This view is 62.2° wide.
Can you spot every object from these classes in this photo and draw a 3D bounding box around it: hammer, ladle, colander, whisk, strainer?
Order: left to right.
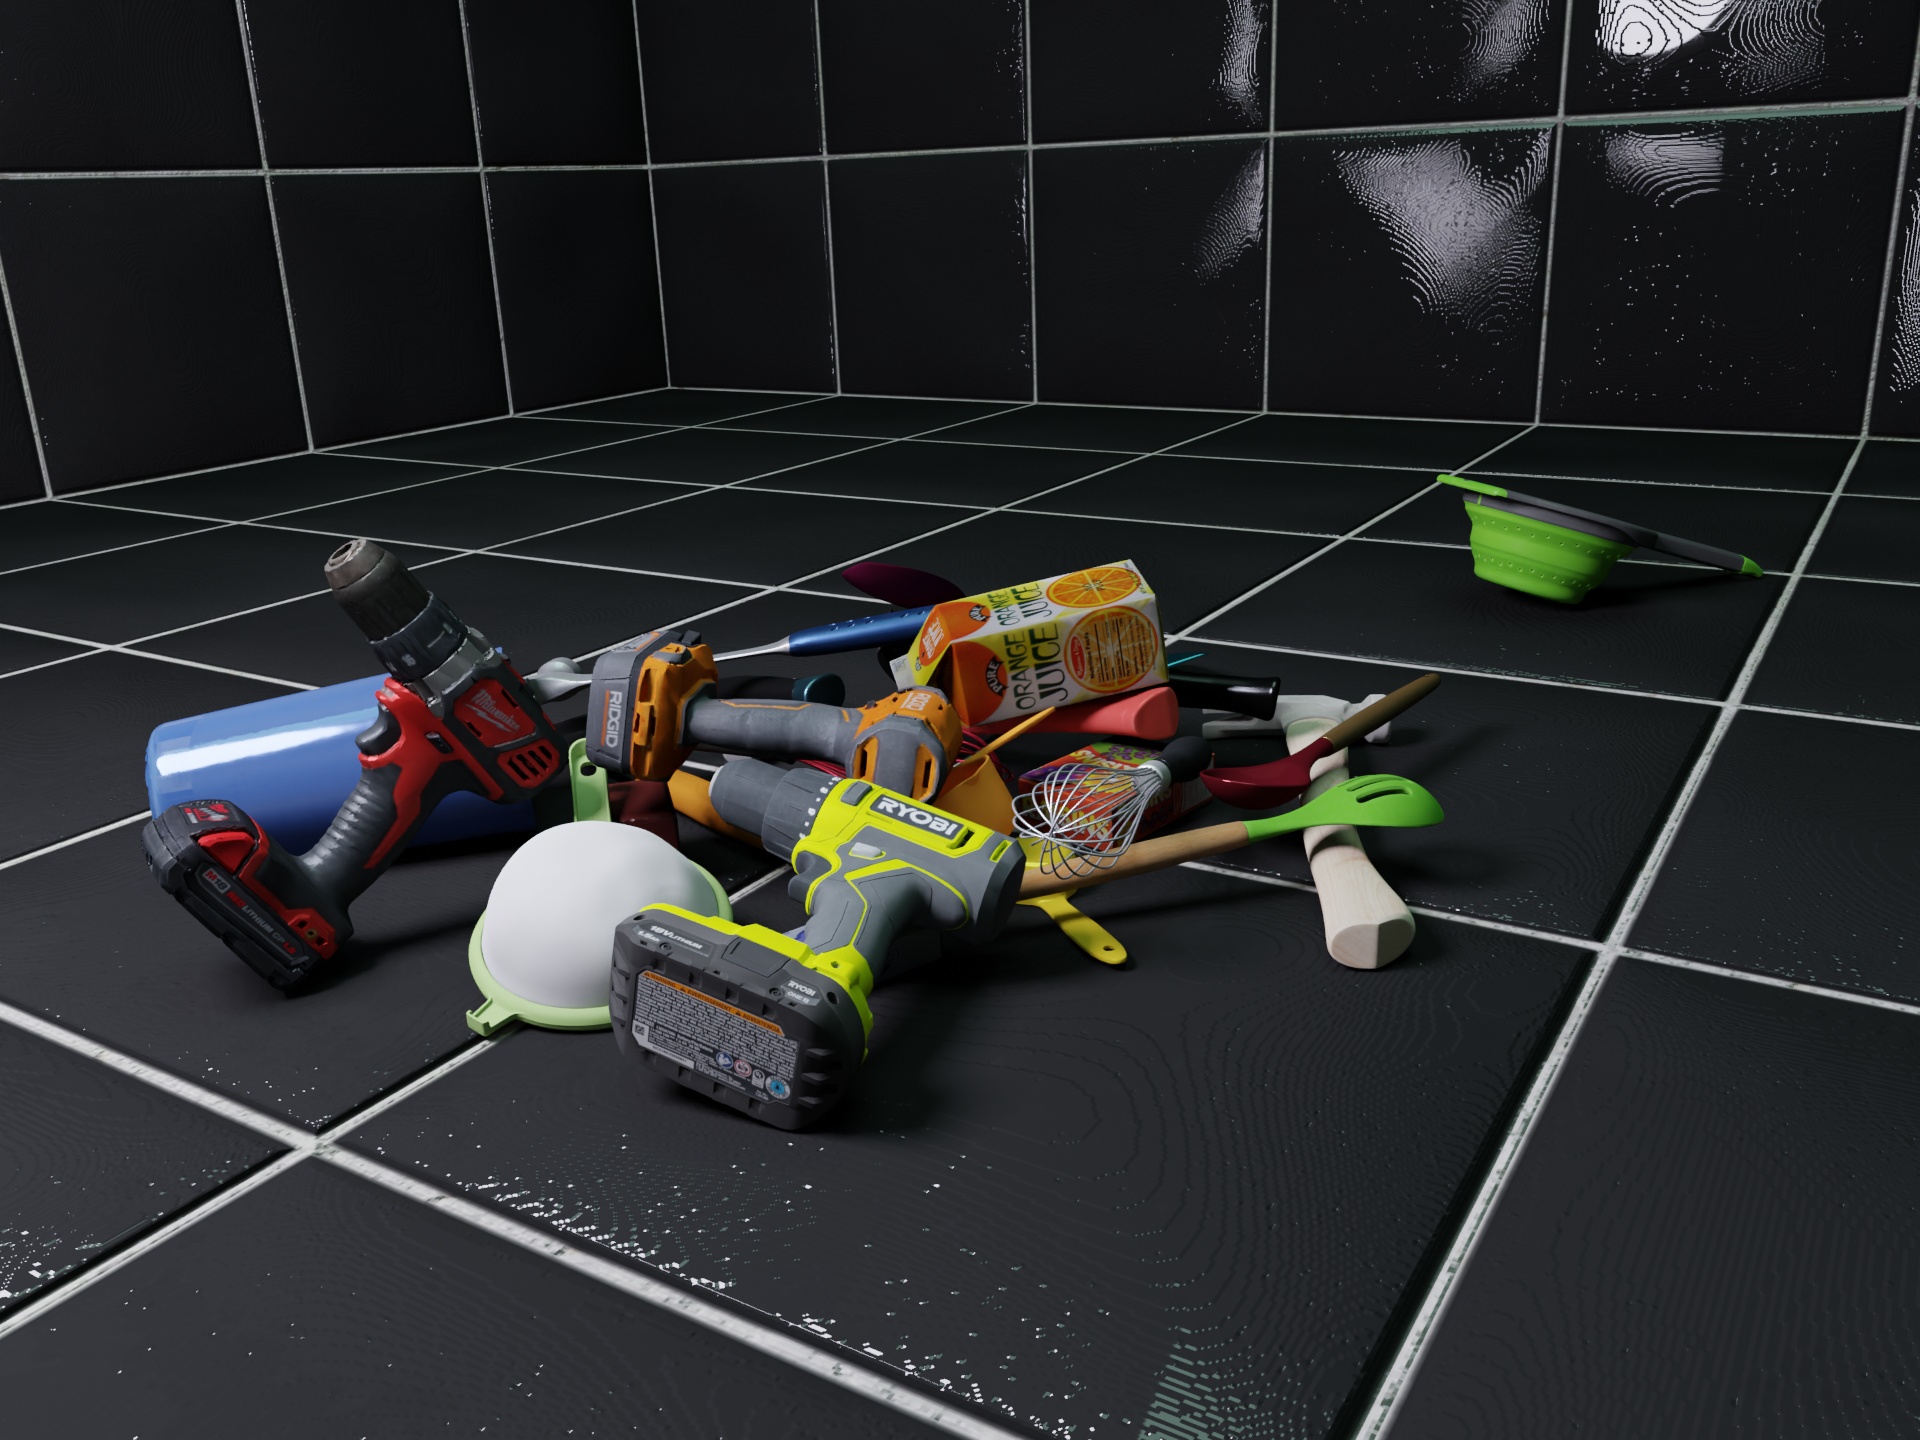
[{"bbox_3d":[-0.220,0.071,0.950,0.151,0.069,0.257,-9,37,-11],"label":"strainer"},{"bbox_3d":[-0.217,0.050,1.171,0.127,0.034,0.337,-17,24,-40],"label":"hammer"},{"bbox_3d":[-0.193,-0.024,1.301,0.128,0.033,0.331,-18,12,-34],"label":"hammer"},{"bbox_3d":[-0.139,-0.053,1.208,0.405,0.035,0.144,-9,9,3],"label":"hammer"},{"bbox_3d":[-0.103,0.024,1.157,0.296,0.073,0.073,8,21,17],"label":"whisk"},{"bbox_3d":[-0.002,-0.004,1.235,0.359,0.036,0.149,-2,17,28],"label":"hammer"},{"bbox_3d":[0.089,-0.034,1.251,0.335,0.035,0.146,6,-17,27],"label":"hammer"},{"bbox_3d":[0.109,0.043,0.993,0.070,0.070,0.284,7,11,25],"label":"whisk"},{"bbox_3d":[0.241,0.060,1.088,0.146,0.038,0.411,-1,19,8],"label":"hammer"},{"bbox_3d":[0.270,0.010,1.133,0.069,0.031,0.315,11,23,39],"label":"ladle"},{"bbox_3d":[0.667,-0.162,1.652,0.397,0.094,0.205,10,13,-21],"label":"colander"}]

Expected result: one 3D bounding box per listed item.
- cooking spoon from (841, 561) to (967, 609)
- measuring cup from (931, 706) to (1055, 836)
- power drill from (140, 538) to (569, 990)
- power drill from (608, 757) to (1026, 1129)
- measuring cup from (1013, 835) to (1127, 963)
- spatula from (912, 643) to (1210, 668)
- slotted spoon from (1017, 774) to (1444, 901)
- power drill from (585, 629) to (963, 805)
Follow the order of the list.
[{"bbox_3d":[0.040,-0.070,1.297,0.318,0.017,0.069,20,-24,-35],"label":"cooking spoon"},{"bbox_3d":[0.020,0.048,1.061,0.173,0.052,0.095,-34,8,-40],"label":"measuring cup"},{"bbox_3d":[-0.365,0.023,0.936,0.227,0.187,0.080,-43,33,-16],"label":"power drill"},{"bbox_3d":[-0.089,0.101,0.859,0.190,0.080,0.228,20,30,15],"label":"power drill"},{"bbox_3d":[0.064,0.107,0.975,0.062,0.029,0.157,-9,18,-19],"label":"measuring cup"},{"bbox_3d":[0.058,-0.061,1.389,0.317,0.044,0.082,8,0,-15],"label":"spatula"},{"bbox_3d":[0.151,0.075,0.979,0.313,0.031,0.070,-12,19,-11],"label":"slotted spoon"},{"bbox_3d":[-0.111,0.000,1.037,0.226,0.084,0.164,10,13,5],"label":"power drill"}]
